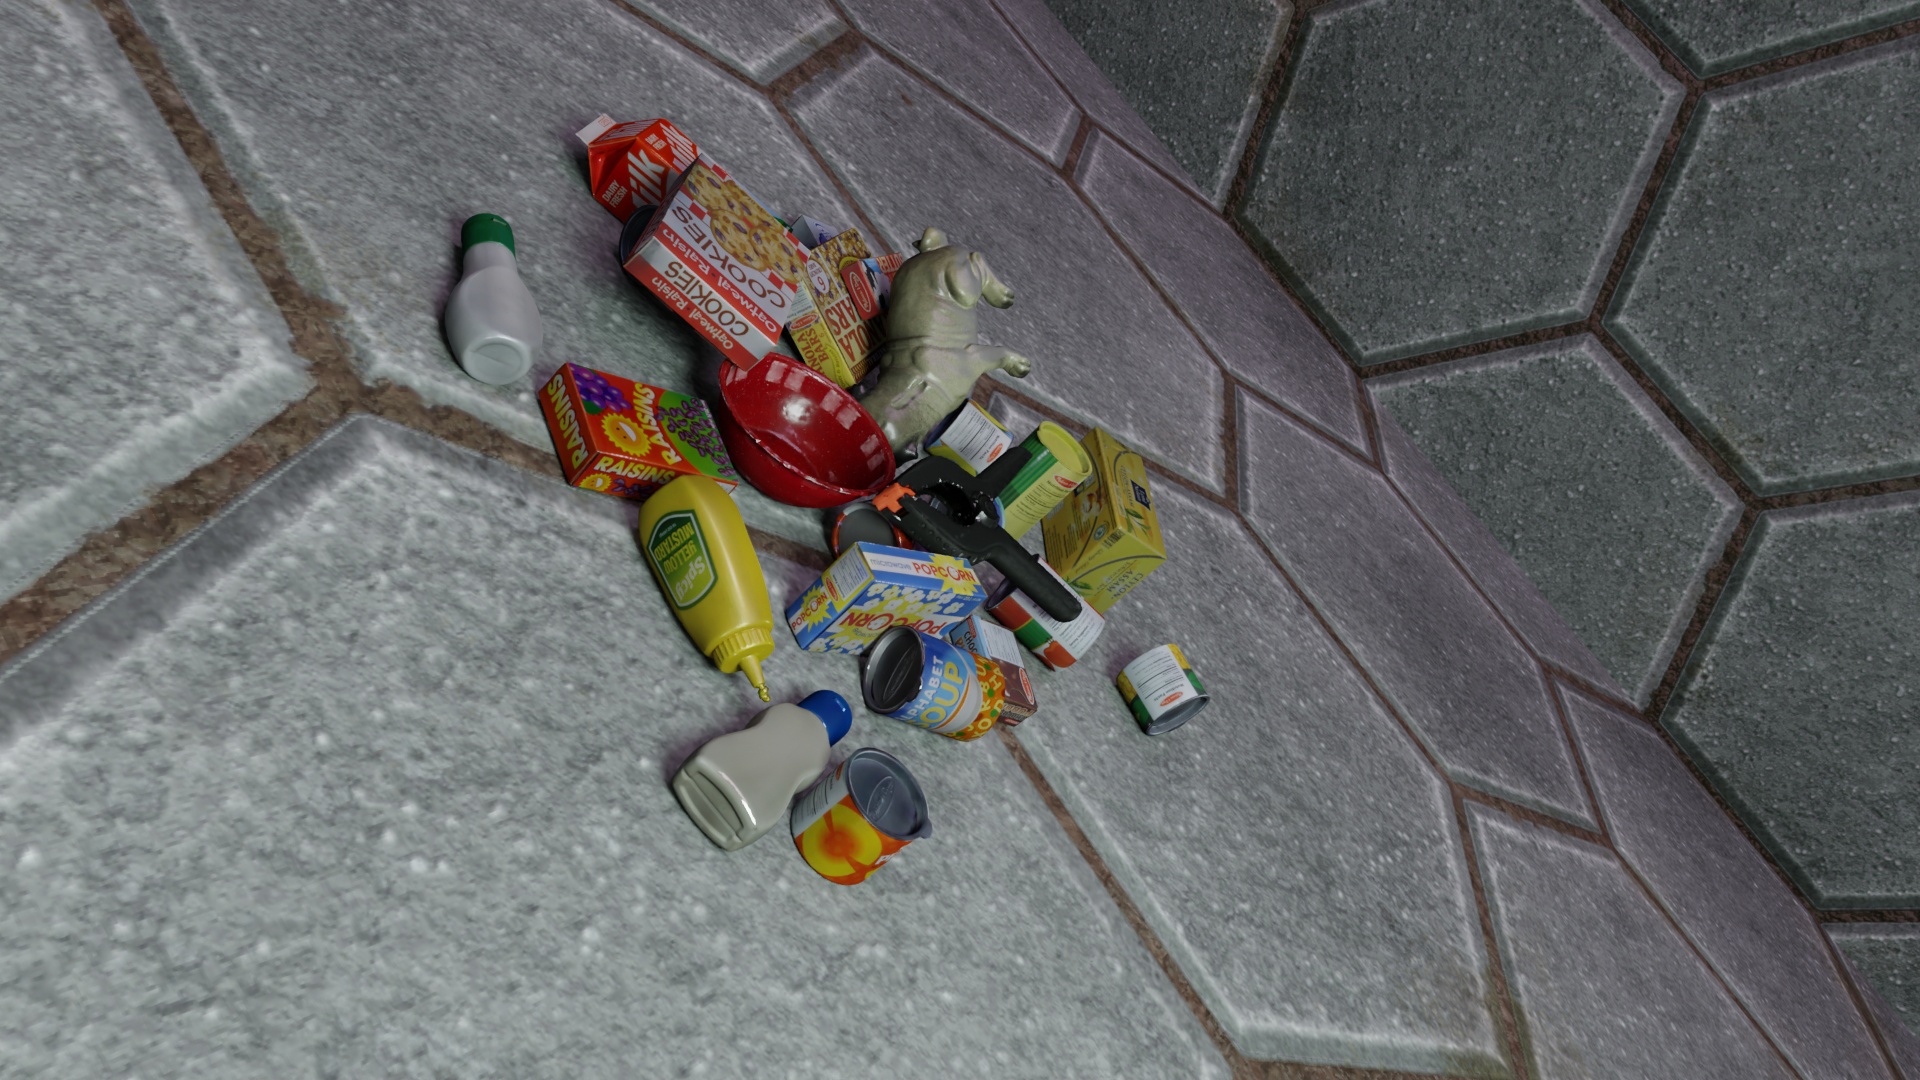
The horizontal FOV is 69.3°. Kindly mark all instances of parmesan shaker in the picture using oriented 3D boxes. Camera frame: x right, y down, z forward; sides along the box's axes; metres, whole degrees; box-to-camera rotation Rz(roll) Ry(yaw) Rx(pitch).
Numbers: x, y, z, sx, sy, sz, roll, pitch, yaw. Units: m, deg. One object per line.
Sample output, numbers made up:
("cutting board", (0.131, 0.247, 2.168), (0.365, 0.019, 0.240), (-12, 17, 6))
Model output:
("parmesan shaker", (0.062, -0.055, 1.302), (0.071, 0.102, 0.072), (35, 29, -23))

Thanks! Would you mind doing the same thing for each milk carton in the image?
("milk carton", (-0.248, -0.301, 1.220), (0.190, 0.073, 0.073), (39, 28, -14))

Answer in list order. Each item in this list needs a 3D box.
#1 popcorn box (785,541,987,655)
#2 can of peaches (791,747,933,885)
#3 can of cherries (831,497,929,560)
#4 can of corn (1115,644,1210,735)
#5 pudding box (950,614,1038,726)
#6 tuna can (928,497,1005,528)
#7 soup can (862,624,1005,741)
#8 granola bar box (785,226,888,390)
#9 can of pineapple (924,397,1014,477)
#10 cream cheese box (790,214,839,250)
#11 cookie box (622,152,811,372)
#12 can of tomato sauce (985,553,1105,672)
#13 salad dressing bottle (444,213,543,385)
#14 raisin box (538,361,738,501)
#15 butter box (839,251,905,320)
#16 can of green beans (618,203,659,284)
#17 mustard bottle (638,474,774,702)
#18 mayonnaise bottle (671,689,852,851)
("popcorn box", (-0.053, 0.046, 1.020), (0.127, 0.085, 0.038), (10, 43, -49))
("can of peaches", (-0.061, 0.174, 0.867), (0.071, 0.058, 0.071), (35, 29, -23))
("can of cherries", (-0.059, 0.001, 1.097), (0.071, 0.071, 0.058), (53, 28, 11))
("can of corn", (0.183, 0.136, 1.262), (0.071, 0.071, 0.058), (7, 47, -52))
("pudding box", (0.026, 0.104, 1.117), (0.049, 0.030, 0.084), (25, 35, -39))
("tuna can", (0.004, -0.015, 1.209), (0.033, 0.071, 0.071), (12, 43, -51))
("soup can", (-0.017, 0.106, 1.009), (0.084, 0.071, 0.072), (25, 34, -37))
("granola bar box", (-0.111, -0.217, 1.299), (0.124, 0.039, 0.166), (63, 24, -14))
("can of pineapple", (0.008, -0.093, 1.319), (0.058, 0.070, 0.071), (41, 27, -12))
("cream cheese box", (-0.132, -0.283, 1.417), (0.053, 0.024, 0.104), (8, 46, -53))
("cookie box", (-0.189, -0.223, 1.103), (0.123, 0.040, 0.168), (41, 30, -23))
("can of tomato sauce", (0.073, 0.063, 1.202), (0.083, 0.071, 0.071), (44, 27, -8))
("salad dressing bottle", (-0.327, -0.172, 0.969), (0.064, 0.043, 0.148), (21, 36, -38))
("raisin box", (-0.226, -0.071, 0.981), (0.123, 0.040, 0.086), (13, 43, -49))
("butter box", (-0.074, -0.241, 1.315), (0.053, 0.024, 0.104), (66, 24, -6))
("can of green beans", (-0.241, -0.242, 1.159), (0.058, 0.071, 0.071), (2, 51, -55))
("mustard bottle", (-0.158, 0.034, 0.912), (0.049, 0.065, 0.160), (6, 51, -58))
("mayonnaise bottle", (-0.115, 0.135, 0.863), (0.065, 0.041, 0.148), (50, 26, 3))
